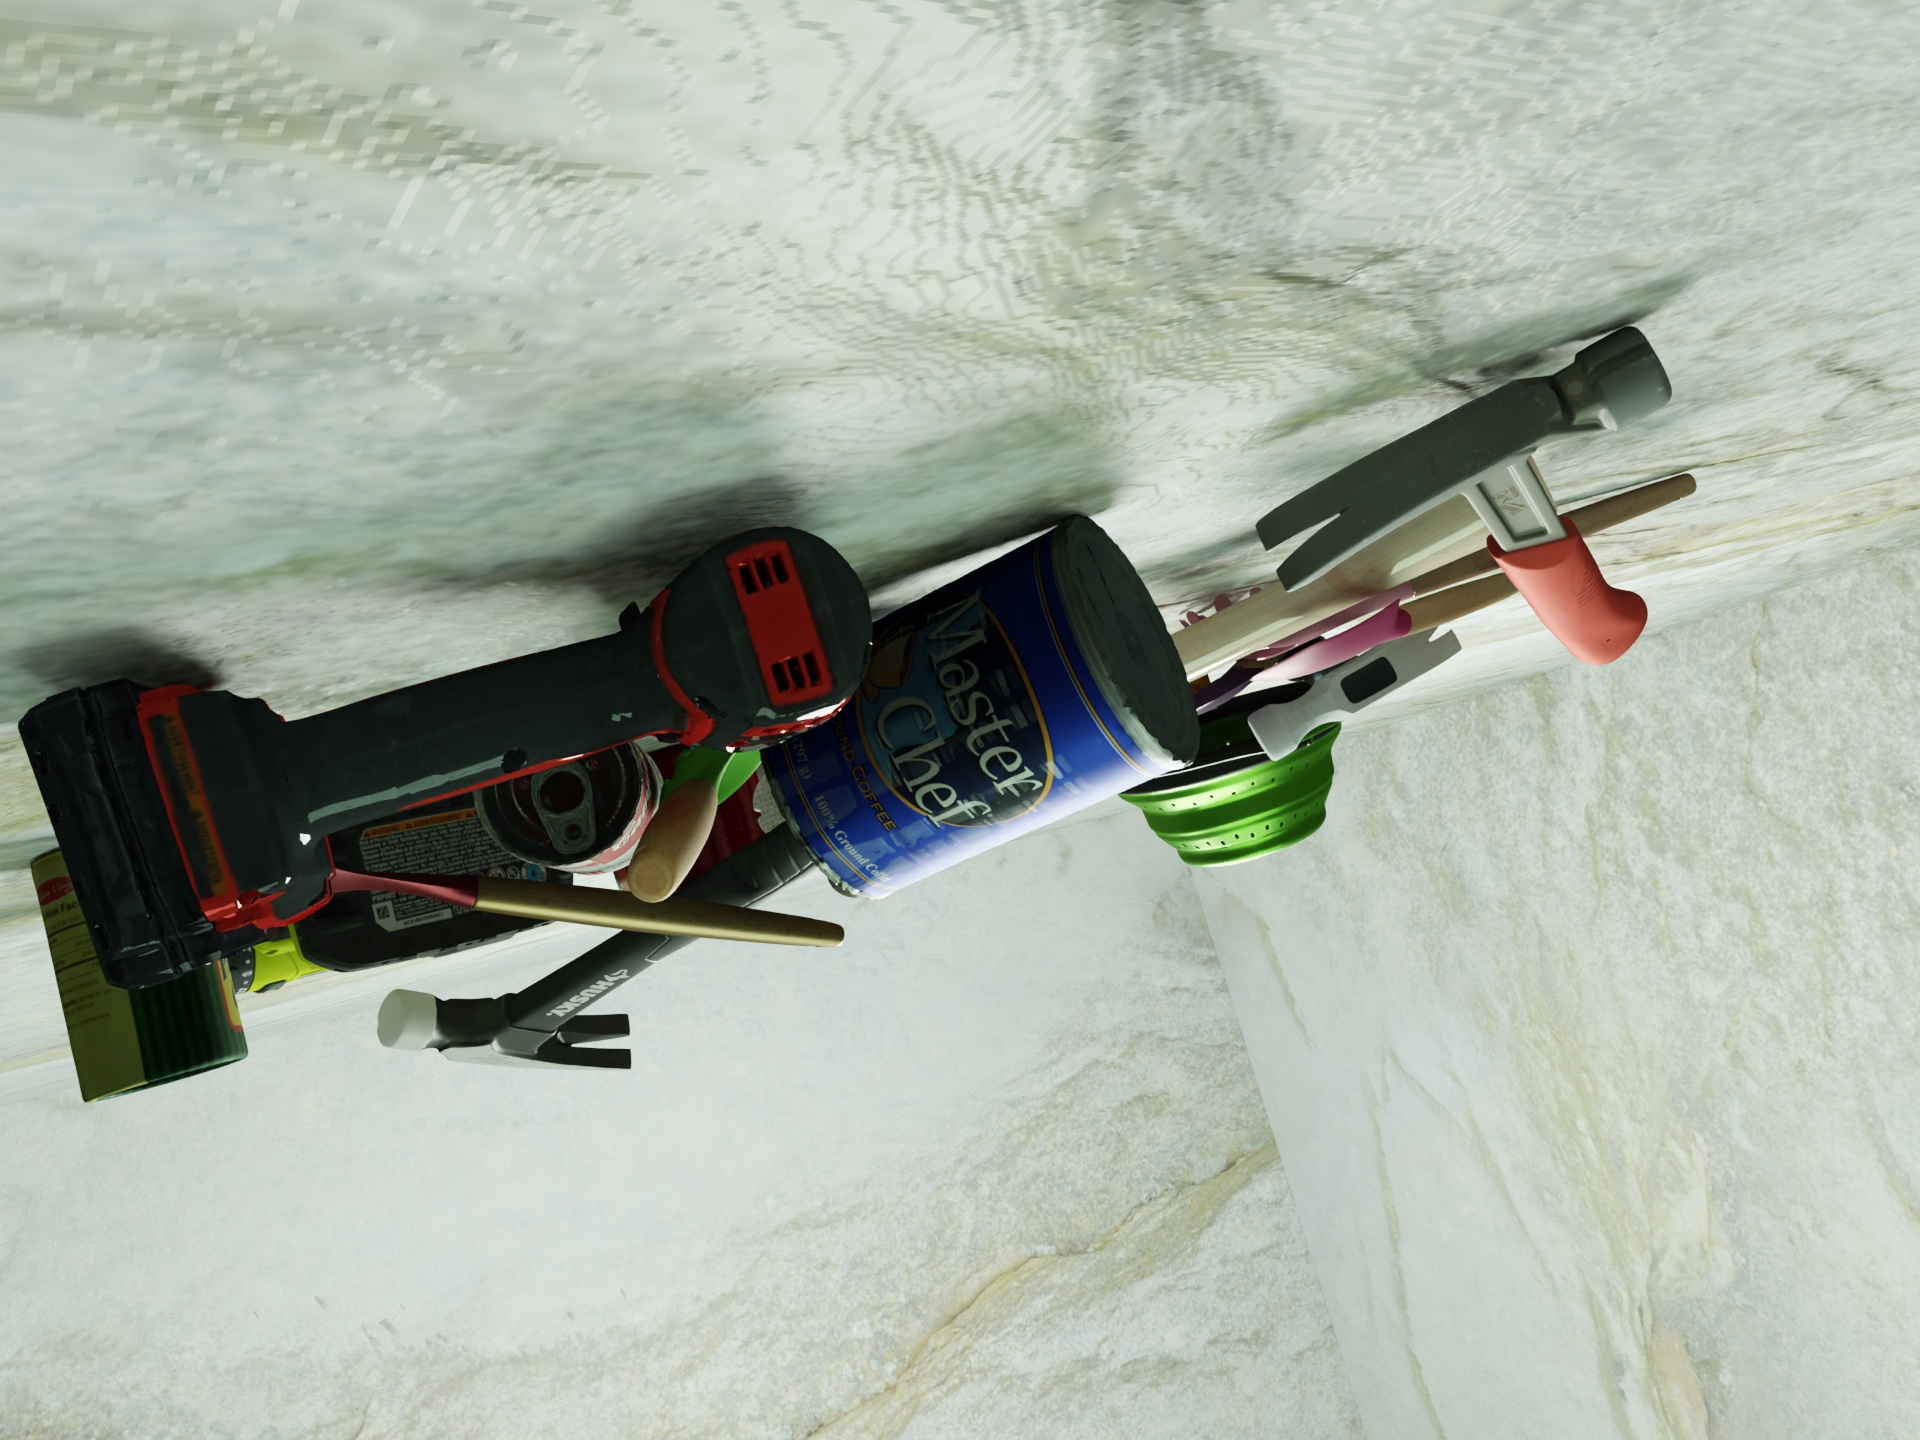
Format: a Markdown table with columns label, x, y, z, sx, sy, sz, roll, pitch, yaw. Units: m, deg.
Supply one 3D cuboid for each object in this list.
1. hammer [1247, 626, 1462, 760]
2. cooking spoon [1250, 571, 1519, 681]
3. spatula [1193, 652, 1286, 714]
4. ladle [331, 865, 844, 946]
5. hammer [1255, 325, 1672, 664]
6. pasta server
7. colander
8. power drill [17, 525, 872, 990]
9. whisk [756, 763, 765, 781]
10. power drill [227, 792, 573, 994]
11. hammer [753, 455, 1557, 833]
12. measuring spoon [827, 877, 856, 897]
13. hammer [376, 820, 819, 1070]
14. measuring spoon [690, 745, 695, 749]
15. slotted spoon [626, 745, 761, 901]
| label | x | y | z | sx | sy | sz | roll | pitch | yaw |
| --- | --- | --- | --- | --- | --- | --- | --- | --- | --- |
| hammer | 0.239 | -0.034 | 1.031 | 0.128 | 0.033 | 0.331 | -30 | -179 | 8 |
| cooking spoon | 0.231 | -0.053 | 0.805 | 0.069 | 0.017 | 0.319 | -31 | 172 | 37 |
| spatula | 0.178 | -0.031 | 0.982 | 0.060 | 0.018 | 0.316 | -29 | 179 | 22 |
| ladle | -0.191 | 0.078 | 0.707 | 0.315 | 0.031 | 0.069 | 12 | 164 | -31 |
| hammer | 0.256 | -0.069 | 0.720 | 0.149 | 0.037 | 0.358 | -28 | 160 | 21 |
| pasta server | 0.281 | -0.094 | 0.923 | 0.316 | 0.040 | 0.060 | -20 | 173 | -6 |
| colander | 0.157 | 0.051 | 1.221 | 0.204 | 0.094 | 0.397 | -23 | -172 | -31 |
| power drill | -0.146 | 0.004 | 0.504 | 0.226 | 0.080 | 0.188 | -19 | -179 | -15 |
| whisk | -0.082 | 0.044 | 1.028 | 0.055 | 0.055 | 0.238 | -20 | 163 | 29 |
| power drill | -0.320 | 0.094 | 0.802 | 0.190 | 0.080 | 0.228 | -11 | 174 | -45 |
| hammer | 0.099 | -0.023 | 0.808 | 0.410 | 0.038 | 0.146 | -25 | 161 | 19 |
| measuring spoon | -0.052 | 0.074 | 0.849 | 0.034 | 0.018 | 0.124 | -16 | 162 | -11 |
| hammer | -0.153 | 0.112 | 0.826 | 0.334 | 0.035 | 0.146 | -32 | 144 | 33 |
| measuring spoon | -0.111 | -0.003 | 0.789 | 0.042 | 0.021 | 0.128 | -17 | -178 | -2 |
| slotted spoon | -0.096 | 0.029 | 0.575 | 0.070 | 0.031 | 0.314 | -46 | -173 | -1 |
